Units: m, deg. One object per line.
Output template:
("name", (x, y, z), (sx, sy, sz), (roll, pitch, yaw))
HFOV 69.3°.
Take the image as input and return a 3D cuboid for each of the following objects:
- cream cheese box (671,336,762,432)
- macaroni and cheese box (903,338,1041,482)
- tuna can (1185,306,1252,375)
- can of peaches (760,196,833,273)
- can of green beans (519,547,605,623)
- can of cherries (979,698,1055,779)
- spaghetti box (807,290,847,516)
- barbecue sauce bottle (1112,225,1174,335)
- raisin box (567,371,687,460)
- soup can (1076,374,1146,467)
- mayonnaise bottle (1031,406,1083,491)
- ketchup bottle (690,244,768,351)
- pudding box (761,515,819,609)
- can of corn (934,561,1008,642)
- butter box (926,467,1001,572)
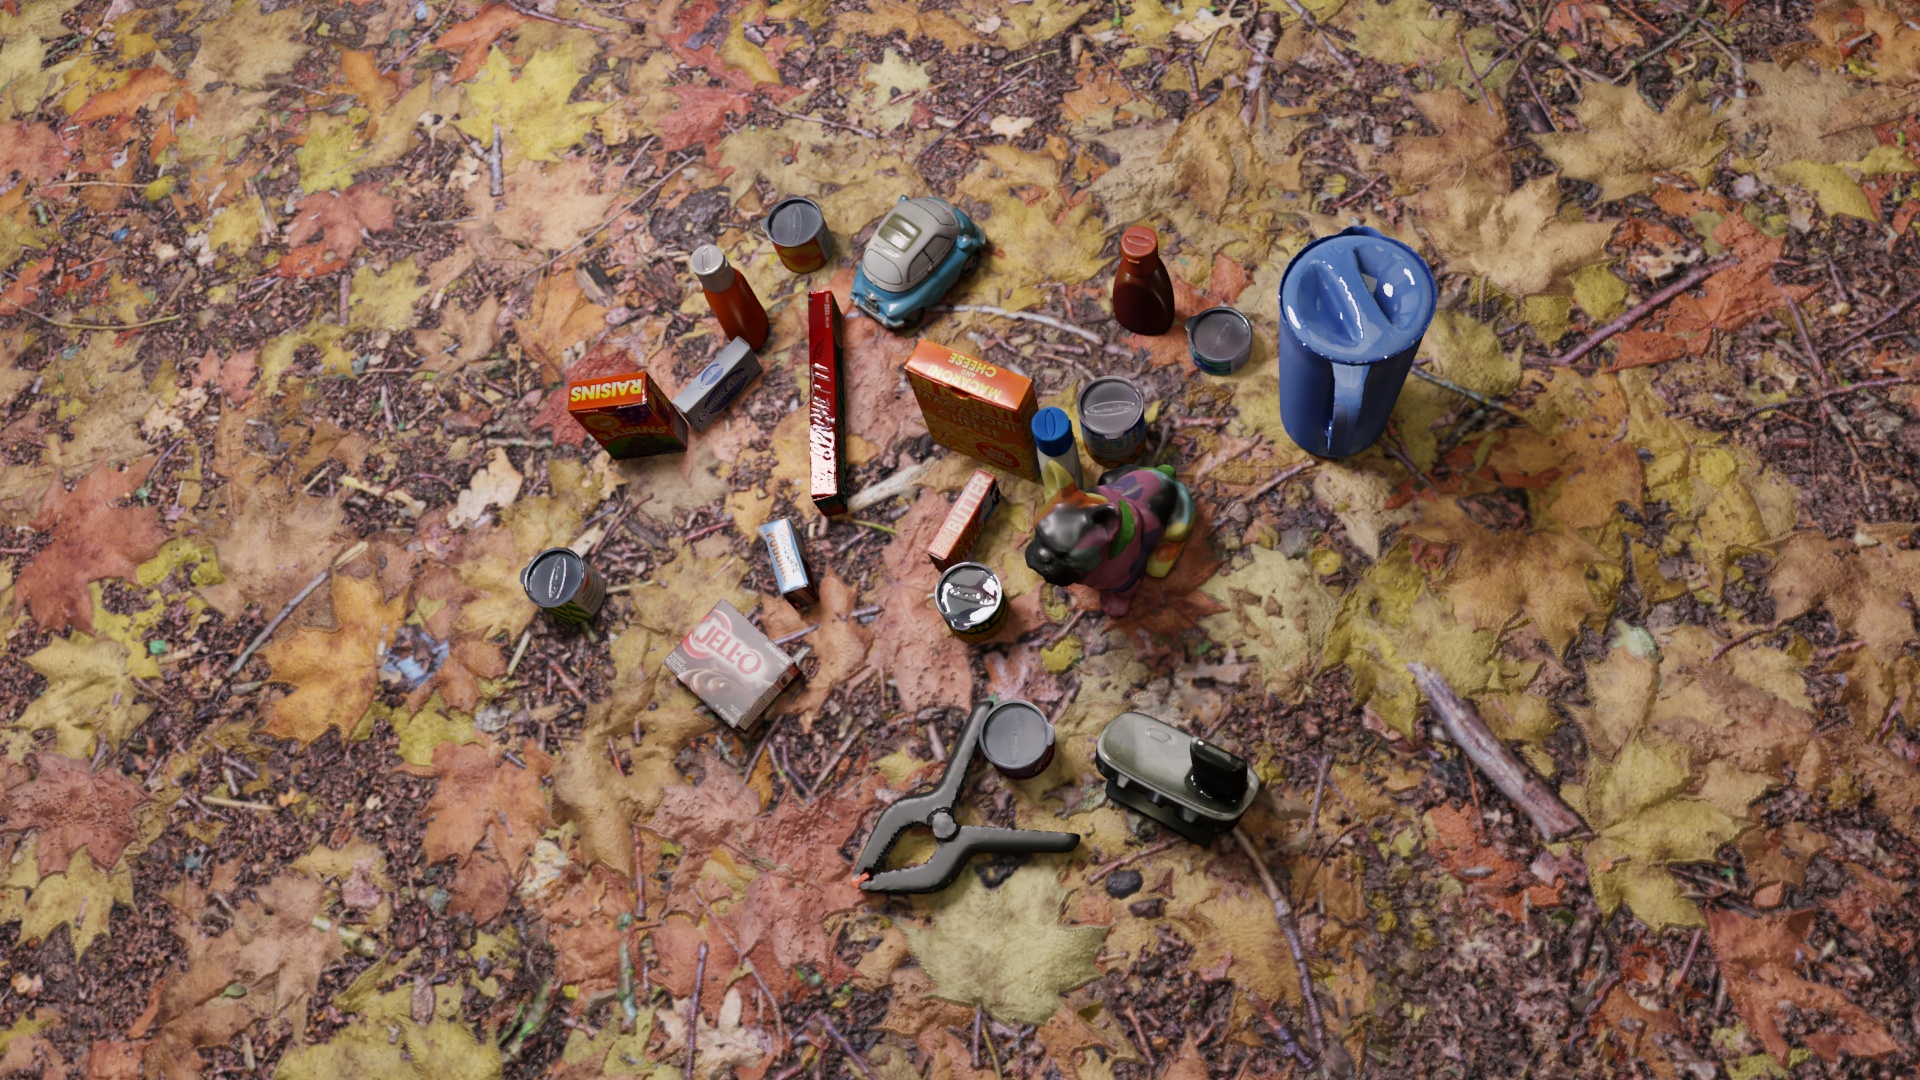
("cream cheese box", (-0.264, -0.169, 1.515), (0.024, 0.053, 0.104), (39, 79, 21))
("macaroni and cheese box", (0.020, -0.127, 1.388), (0.124, 0.166, 0.040), (23, 74, 17))
("tuna can", (0.269, -0.209, 1.451), (0.071, 0.032, 0.071), (-3, 68, 8))
("can of peaches", (-0.183, -0.345, 1.570), (0.071, 0.058, 0.071), (-3, 68, 9))
("can of green beans", (-0.413, 0.047, 1.451), (0.071, 0.057, 0.071), (-3, 68, 9))
("can of cherries", (0.057, 0.190, 1.312), (0.071, 0.058, 0.072), (-3, 68, 9))
("spaghetti box", (-0.143, -0.149, 1.488), (0.029, 0.050, 0.251), (-7, 67, 7))
("barbecue sauce bottle", (0.186, -0.266, 1.425), (0.065, 0.148, 0.044), (17, 73, 16))
("raisin box", (-0.352, -0.131, 1.477), (0.086, 0.123, 0.040), (-6, 68, 8))
("soup can", (0.154, -0.117, 1.405), (0.071, 0.083, 0.071), (-3, 68, 9))
("mayonnaise bottle", (0.096, -0.084, 1.367), (0.041, 0.147, 0.065), (-8, 68, 7))
("ketchup bottle", (-0.249, -0.264, 1.499), (0.043, 0.148, 0.065), (-5, 68, 8))
("pudding box", (-0.174, 0.023, 1.424), (0.030, 0.049, 0.084), (-20, 66, 2))
("can of corn", (0.011, 0.064, 1.371), (0.071, 0.058, 0.071), (-3, 68, 9))
("butter box", (0.005, -0.018, 1.408), (0.024, 0.053, 0.104), (26, 75, 18))
